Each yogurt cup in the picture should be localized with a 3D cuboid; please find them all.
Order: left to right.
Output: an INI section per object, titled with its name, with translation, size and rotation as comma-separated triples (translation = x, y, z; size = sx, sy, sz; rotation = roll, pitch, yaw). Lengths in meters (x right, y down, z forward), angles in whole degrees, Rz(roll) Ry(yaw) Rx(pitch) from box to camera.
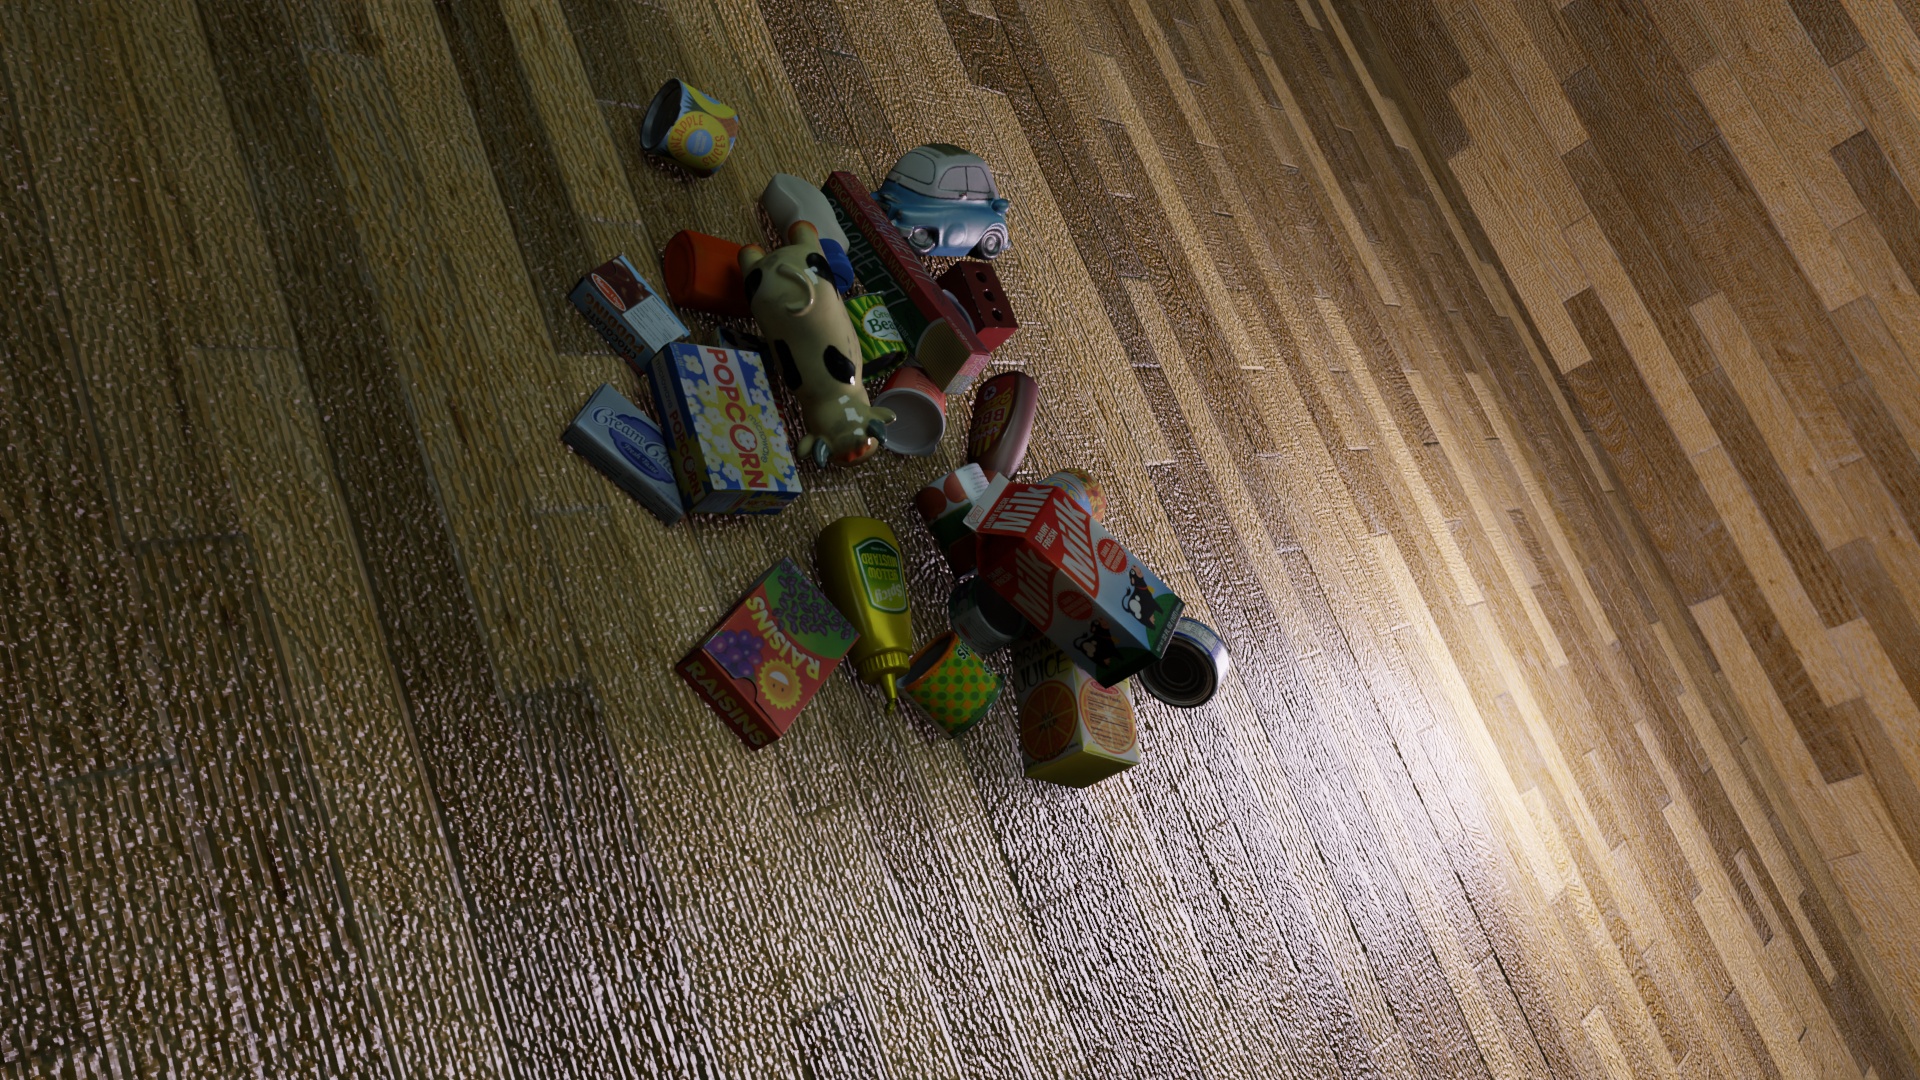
[yogurt cup]
translation = -0.044, -0.118, 1.227
size = 0.072, 0.072, 0.054
rotation = 40, 33, -20

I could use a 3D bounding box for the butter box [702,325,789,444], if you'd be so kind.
[butter box]
translation = -0.173, -0.120, 1.121
size = 0.053, 0.024, 0.104
rotation = 8, 58, -43

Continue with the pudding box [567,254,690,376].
[pudding box]
translation = -0.254, -0.174, 1.069
size = 0.083, 0.030, 0.050
rotation = 49, 40, -9

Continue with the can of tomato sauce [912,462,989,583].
[can of tomato sauce]
translation = 0.004, -0.015, 1.206
size = 0.071, 0.071, 0.083
rotation = -20, 80, -51

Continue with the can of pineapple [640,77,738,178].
[can of pineapple]
translation = -0.231, -0.350, 1.185
size = 0.058, 0.070, 0.071
rotation = 21, 51, -38

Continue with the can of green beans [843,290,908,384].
[can of green beans]
translation = -0.087, -0.175, 1.218
size = 0.071, 0.071, 0.058
rotation = -16, 77, -51

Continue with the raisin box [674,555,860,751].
[raisin box]
translation = -0.137, 0.080, 1.008
size = 0.086, 0.040, 0.124
rotation = 50, 39, -10

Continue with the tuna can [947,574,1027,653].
[tuna can]
translation = 0.025, 0.060, 1.199
size = 0.071, 0.032, 0.071
rotation = 26, 48, -33

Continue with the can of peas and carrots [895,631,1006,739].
[can of peas and carrots]
translation = -0.008, 0.112, 1.099
size = 0.058, 0.070, 0.071
rotation = 46, 39, -13

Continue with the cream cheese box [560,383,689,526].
[cream cheese box]
translation = -0.236, -0.062, 1.014
size = 0.103, 0.024, 0.054
rotation = 42, 39, -18

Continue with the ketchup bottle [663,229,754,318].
[ketchup bottle]
translation = -0.175, -0.215, 1.170
size = 0.149, 0.043, 0.065
rotation = 6, 63, -45

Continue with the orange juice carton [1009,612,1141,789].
[orange juice carton]
translation = 0.095, 0.110, 1.207
size = 0.073, 0.071, 0.193
rotation = 21, 51, -37

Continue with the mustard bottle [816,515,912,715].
[mustard bottle]
translation = -0.068, 0.060, 1.088
size = 0.065, 0.048, 0.161
rotation = 6, 60, -43

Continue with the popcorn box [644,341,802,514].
[popcorn box]
translation = -0.177, -0.084, 1.040
size = 0.085, 0.038, 0.127
rotation = 1, 63, -47

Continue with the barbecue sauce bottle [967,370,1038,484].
[barbecue sauce bottle]
translation = 0.034, -0.085, 1.290
size = 0.043, 0.064, 0.149
rotation = 35, 51, -33

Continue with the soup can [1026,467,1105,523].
[soup can]
translation = 0.089, -0.030, 1.300
size = 0.084, 0.071, 0.071
rotation = -30, 87, -52

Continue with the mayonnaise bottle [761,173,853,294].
[mayonnaise bottle]
translation = -0.130, -0.267, 1.218
size = 0.065, 0.041, 0.149
rotation = 20, 30, -36

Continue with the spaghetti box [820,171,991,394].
[spaghetti box]
translation = -0.059, -0.236, 1.253
size = 0.029, 0.050, 0.251
rotation = -4, 52, -49

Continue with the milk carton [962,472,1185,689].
[milk carton]
translation = 0.086, 0.027, 1.144
size = 0.190, 0.073, 0.073
rotation = 43, 47, -8

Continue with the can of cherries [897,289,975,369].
[can of cherries]
translation = -0.029, -0.192, 1.298
size = 0.071, 0.058, 0.072
rotation = 26, 48, -32
